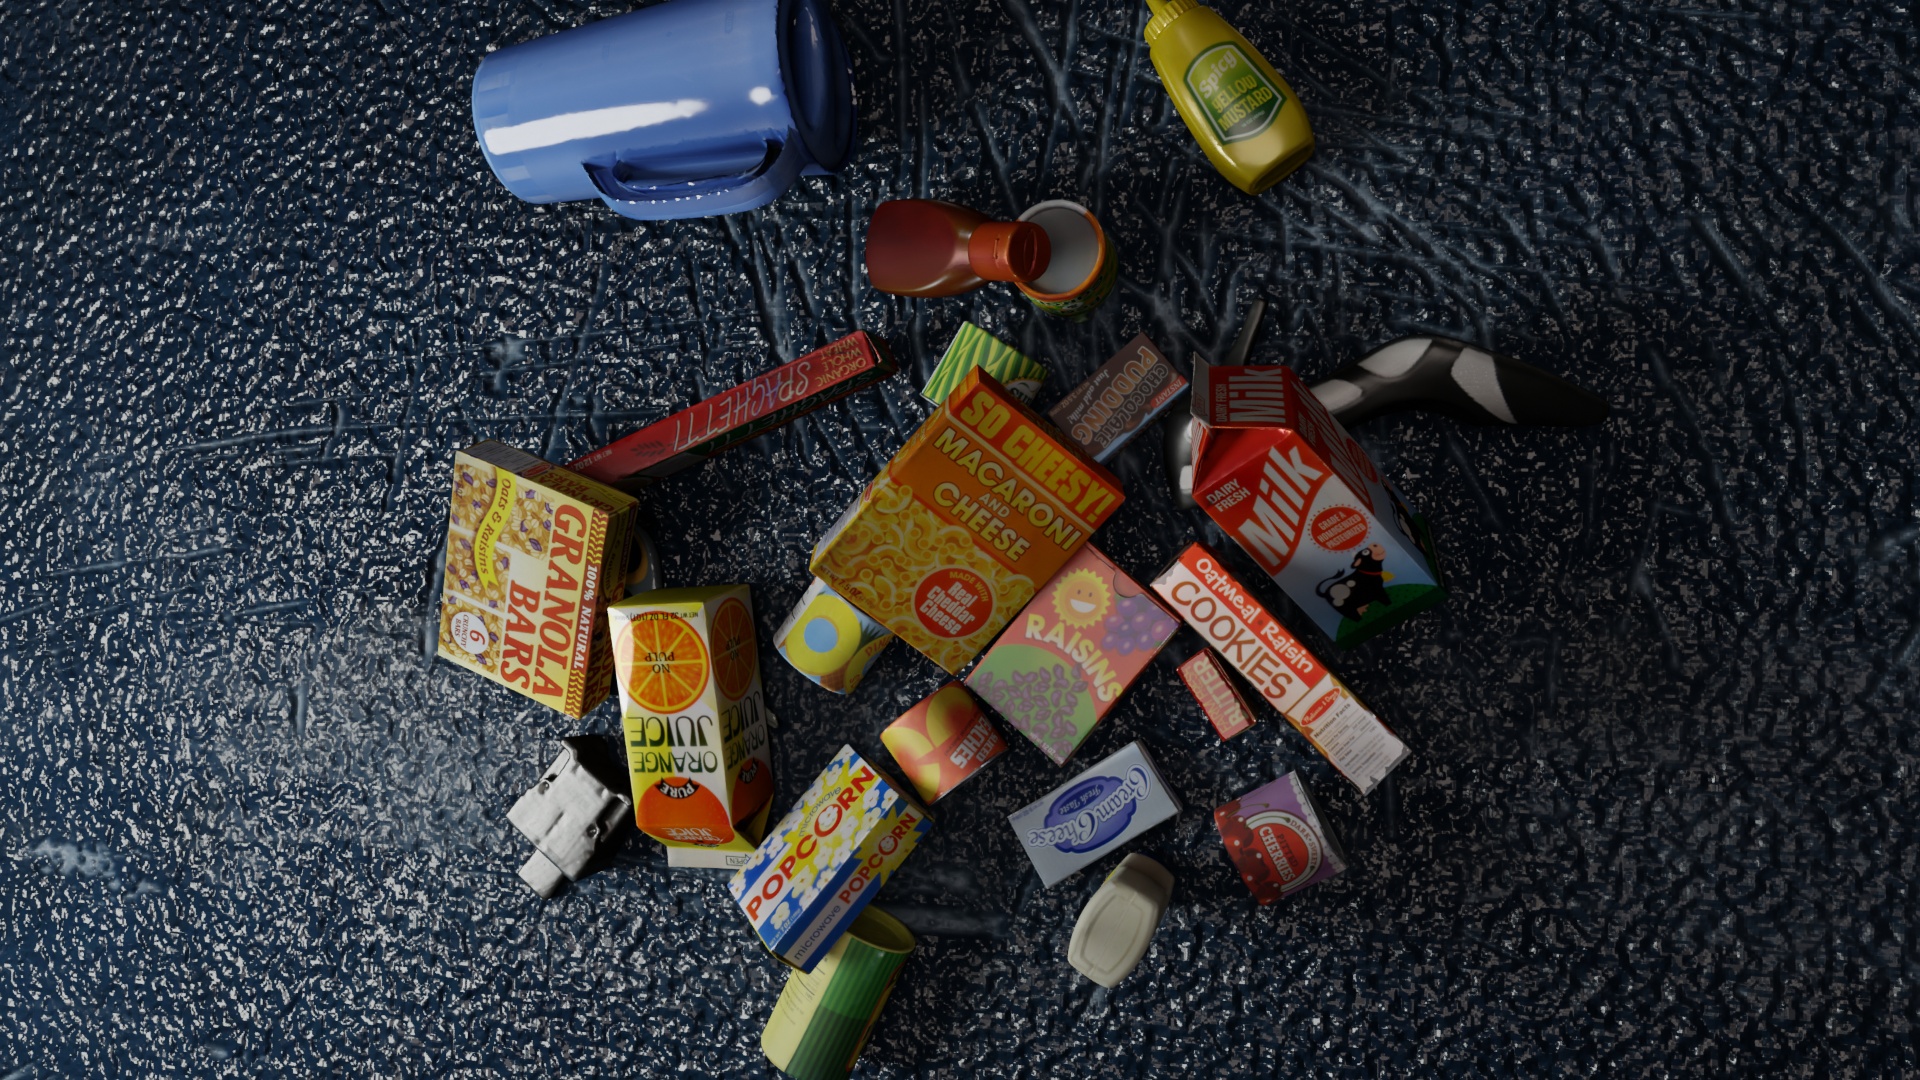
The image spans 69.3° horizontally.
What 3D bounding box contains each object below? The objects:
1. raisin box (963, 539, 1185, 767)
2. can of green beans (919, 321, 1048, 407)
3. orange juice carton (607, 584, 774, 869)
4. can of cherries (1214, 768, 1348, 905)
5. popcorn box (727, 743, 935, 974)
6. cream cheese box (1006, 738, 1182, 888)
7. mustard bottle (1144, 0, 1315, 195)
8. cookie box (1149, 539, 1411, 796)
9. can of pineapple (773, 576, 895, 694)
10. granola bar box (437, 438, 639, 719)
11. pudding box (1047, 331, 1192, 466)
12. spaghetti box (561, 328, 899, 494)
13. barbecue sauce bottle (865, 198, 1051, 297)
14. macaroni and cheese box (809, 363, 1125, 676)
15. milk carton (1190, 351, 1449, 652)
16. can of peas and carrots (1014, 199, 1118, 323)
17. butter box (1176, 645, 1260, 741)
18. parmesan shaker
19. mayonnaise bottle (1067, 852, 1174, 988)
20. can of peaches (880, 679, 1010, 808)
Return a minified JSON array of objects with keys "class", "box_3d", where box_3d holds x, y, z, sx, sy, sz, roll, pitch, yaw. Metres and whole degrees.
[{"class":"raisin box","box_3d":[0.074,0.072,0.904,0.086,0.040,0.123,41,97,13]},{"class":"can of green beans","box_3d":[0.016,-0.103,0.912,0.071,0.071,0.057,33,96,13]},{"class":"orange juice carton","box_3d":[-0.178,0.130,0.937,0.072,0.073,0.192,-4,97,16]},{"class":"can of cherries","box_3d":[0.196,0.183,0.853,0.058,0.071,0.071,-29,82,12]},{"class":"popcorn box","box_3d":[-0.086,0.204,0.901,0.127,0.085,0.038,-50,121,-6]},{"class":"cream cheese box","box_3d":[0.087,0.177,0.904,0.103,0.024,0.053,-33,81,10]},{"class":"mustard bottle","box_3d":[0.161,-0.299,0.893,0.065,0.049,0.160,-36,80,8]},{"class":"cookie box","box_3d":[0.191,0.071,0.832,0.040,0.123,0.167,-46,79,8]},{"class":"can of pineapple","box_3d":[-0.081,0.062,0.929,0.071,0.071,0.058,38,97,12]},{"class":"granola bar box","box_3d":[-0.296,0.027,0.967,0.124,0.039,0.164,22,116,13]},{"class":"pudding box","box_3d":[0.104,-0.090,0.908,0.083,0.030,0.050,-40,80,10]},{"class":"spaghetti box","box_3d":[-0.163,-0.082,0.963,0.250,0.050,0.028,-23,84,12]},{"class":"barbecue sauce bottle","box_3d":[-0.004,-0.187,0.891,0.148,0.044,0.064,17,104,51]},{"class":"macaroni and cheese box","box_3d":[0.003,-0.011,0.886,0.123,0.040,0.166,38,108,-16]},{"class":"milk carton","box_3d":[0.195,-0.029,0.808,0.073,0.073,0.190,-35,113,30]},{"class":"can of peas and carrots","box_3d":[0.067,-0.181,0.906,0.071,0.059,0.071,0,88,14]},{"class":"butter box","box_3d":[0.159,0.091,0.850,0.024,0.103,0.053,-34,80,10]},{"class":"parmesan shaker","box_3d":[-0.082,0.297,0.922,0.071,0.071,0.103,27,95,13]},{"class":"mayonnaise bottle","box_3d":[0.102,0.219,0.835,0.041,0.148,0.064,29,95,13]},{"class":"can of peaches","box_3d":[-0.009,0.131,0.907,0.071,0.071,0.058,-38,79,10]}]
